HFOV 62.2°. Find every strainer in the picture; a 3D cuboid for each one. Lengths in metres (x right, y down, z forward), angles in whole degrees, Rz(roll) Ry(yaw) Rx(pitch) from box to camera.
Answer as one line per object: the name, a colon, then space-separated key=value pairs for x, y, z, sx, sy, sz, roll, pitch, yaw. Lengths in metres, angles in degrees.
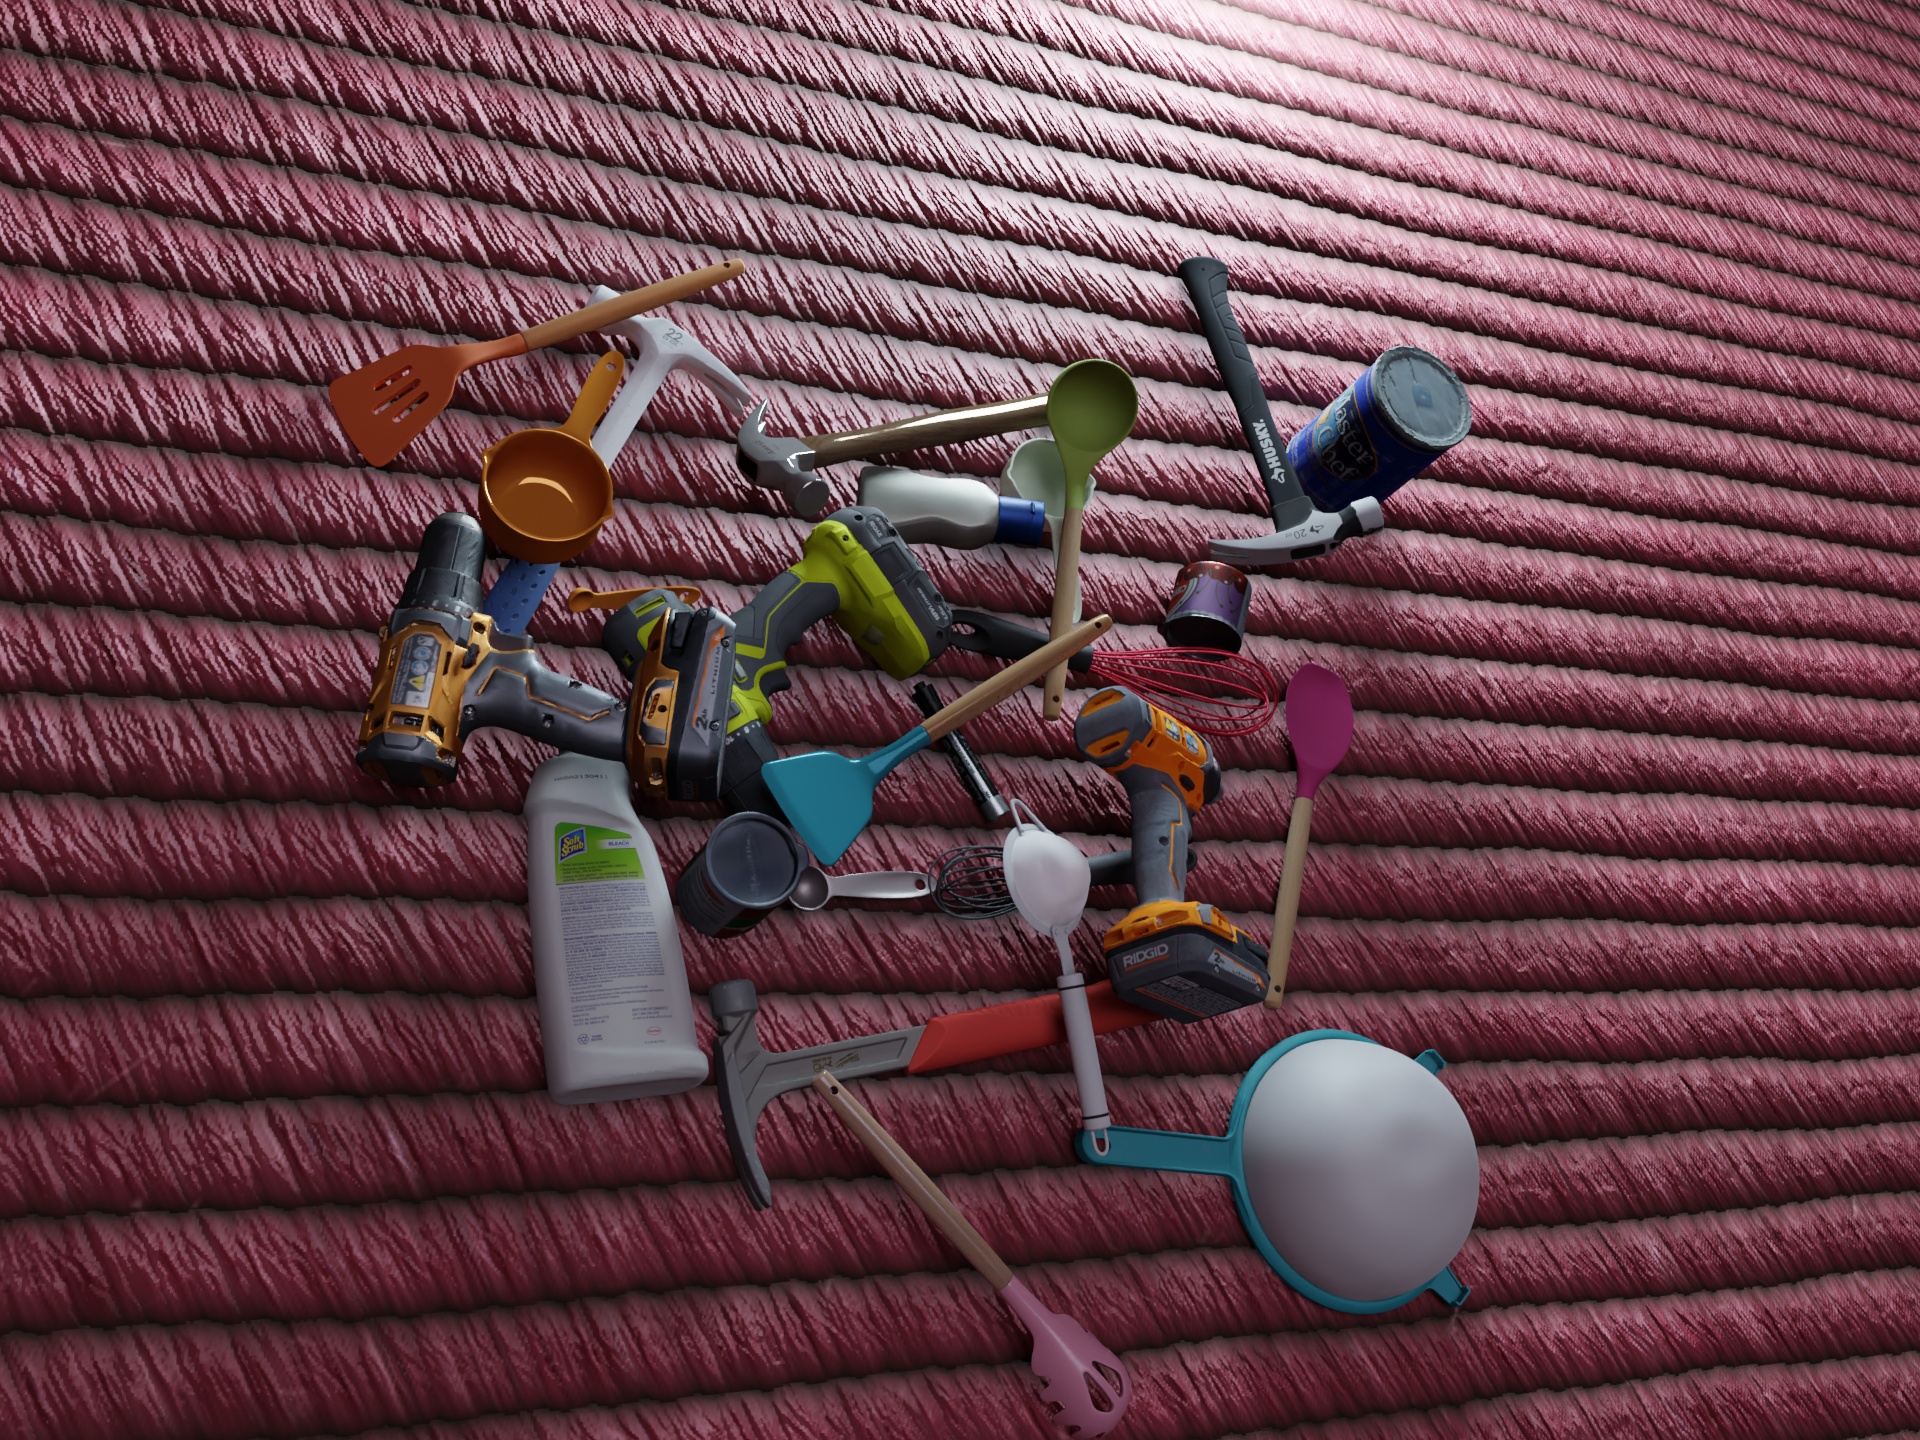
strainer: x=0.079 y=0.177 z=1.127 sx=0.086 sy=0.050 sz=0.258 roll=2 pitch=75 yaw=-49
strainer: x=0.253 y=0.316 z=1.161 sx=0.340 sy=0.095 sz=0.211 roll=11 pitch=64 yaw=-21

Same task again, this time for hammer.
hammer: x=-0.285 y=-0.140 z=1.150 sx=0.144 sy=0.035 sz=0.406 roll=28 pitch=60 yaw=-11
hammer: x=-0.035 y=-0.233 z=1.284 sx=0.331 sy=0.031 sz=0.130 roll=-19 pitch=44 yaw=-37
hammer: x=0.006 y=0.232 z=1.120 sx=0.359 sy=0.036 sz=0.149 roll=-6 pitch=71 yaw=-26
hammer: x=0.255 y=-0.287 z=1.435 sx=0.146 sy=0.035 sz=0.335 roll=-18 pitch=64 yaw=6

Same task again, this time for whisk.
whisk: x=0.121 y=-0.045 z=1.282 sx=0.295 sy=0.073 sz=0.073 roll=13 pitch=64 yaw=-13
whisk: x=0.082 y=0.114 z=1.204 sx=0.239 sy=0.055 sz=0.055 roll=-3 pitch=70 yaw=-30

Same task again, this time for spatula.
spatula: x=-0.301 y=-0.282 z=1.176 sx=0.322 sy=0.041 sz=0.081 roll=-28 pitch=72 yaw=-25
spatula: x=-0.002 y=-0.004 z=1.147 sx=0.317 sy=0.044 sz=0.082 roll=-33 pitch=86 yaw=-27

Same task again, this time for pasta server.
pasta server: x=0.008 y=0.352 z=1.053 sx=0.316 sy=0.040 sz=0.060 roll=49 pitch=58 yaw=-4

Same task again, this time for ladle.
ladle: x=0.092 y=-0.149 z=1.265 sx=0.078 sy=0.062 sz=0.320 roll=15 pitch=63 yaw=-15

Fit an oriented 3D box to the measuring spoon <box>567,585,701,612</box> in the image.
measuring spoon: x=-0.234 y=-0.090 z=1.144 sx=0.117 sy=0.021 sz=0.011 roll=-8 pitch=46 yaw=-49

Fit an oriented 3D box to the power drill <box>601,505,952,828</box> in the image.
power drill: x=-0.120 y=-0.040 z=1.159 sx=0.228 sy=0.080 sz=0.190 roll=-34 pitch=89 yaw=-29

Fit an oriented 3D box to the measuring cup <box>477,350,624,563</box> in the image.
measuring cup: x=-0.278 y=-0.186 z=1.123 sx=0.095 sy=0.052 sz=0.174 roll=25 pitch=59 yaw=-12

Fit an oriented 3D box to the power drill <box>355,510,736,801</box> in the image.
power drill: x=-0.262 y=-0.041 z=1.035 sx=0.226 sy=0.084 sz=0.185 roll=6 pitch=67 yaw=-6

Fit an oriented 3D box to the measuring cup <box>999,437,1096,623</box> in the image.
measuring cup: x=0.075 y=-0.152 z=1.318 sx=0.083 sy=0.038 sz=0.168 roll=1 pitch=70 yaw=-24

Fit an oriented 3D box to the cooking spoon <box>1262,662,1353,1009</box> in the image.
cooking spoon: x=0.280 y=0.089 z=1.317 sx=0.068 sy=0.017 sz=0.319 roll=23 pitch=60 yaw=-13

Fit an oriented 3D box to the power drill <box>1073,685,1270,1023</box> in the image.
power drill: x=0.161 y=0.101 z=1.173 sx=0.164 sy=0.084 sz=0.227 roll=29 pitch=46 yaw=-46

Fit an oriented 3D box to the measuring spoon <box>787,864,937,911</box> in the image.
measuring spoon: x=-0.073 y=0.122 z=1.149 sx=0.124 sy=0.018 sz=0.034 roll=2 pitch=67 yaw=-31
